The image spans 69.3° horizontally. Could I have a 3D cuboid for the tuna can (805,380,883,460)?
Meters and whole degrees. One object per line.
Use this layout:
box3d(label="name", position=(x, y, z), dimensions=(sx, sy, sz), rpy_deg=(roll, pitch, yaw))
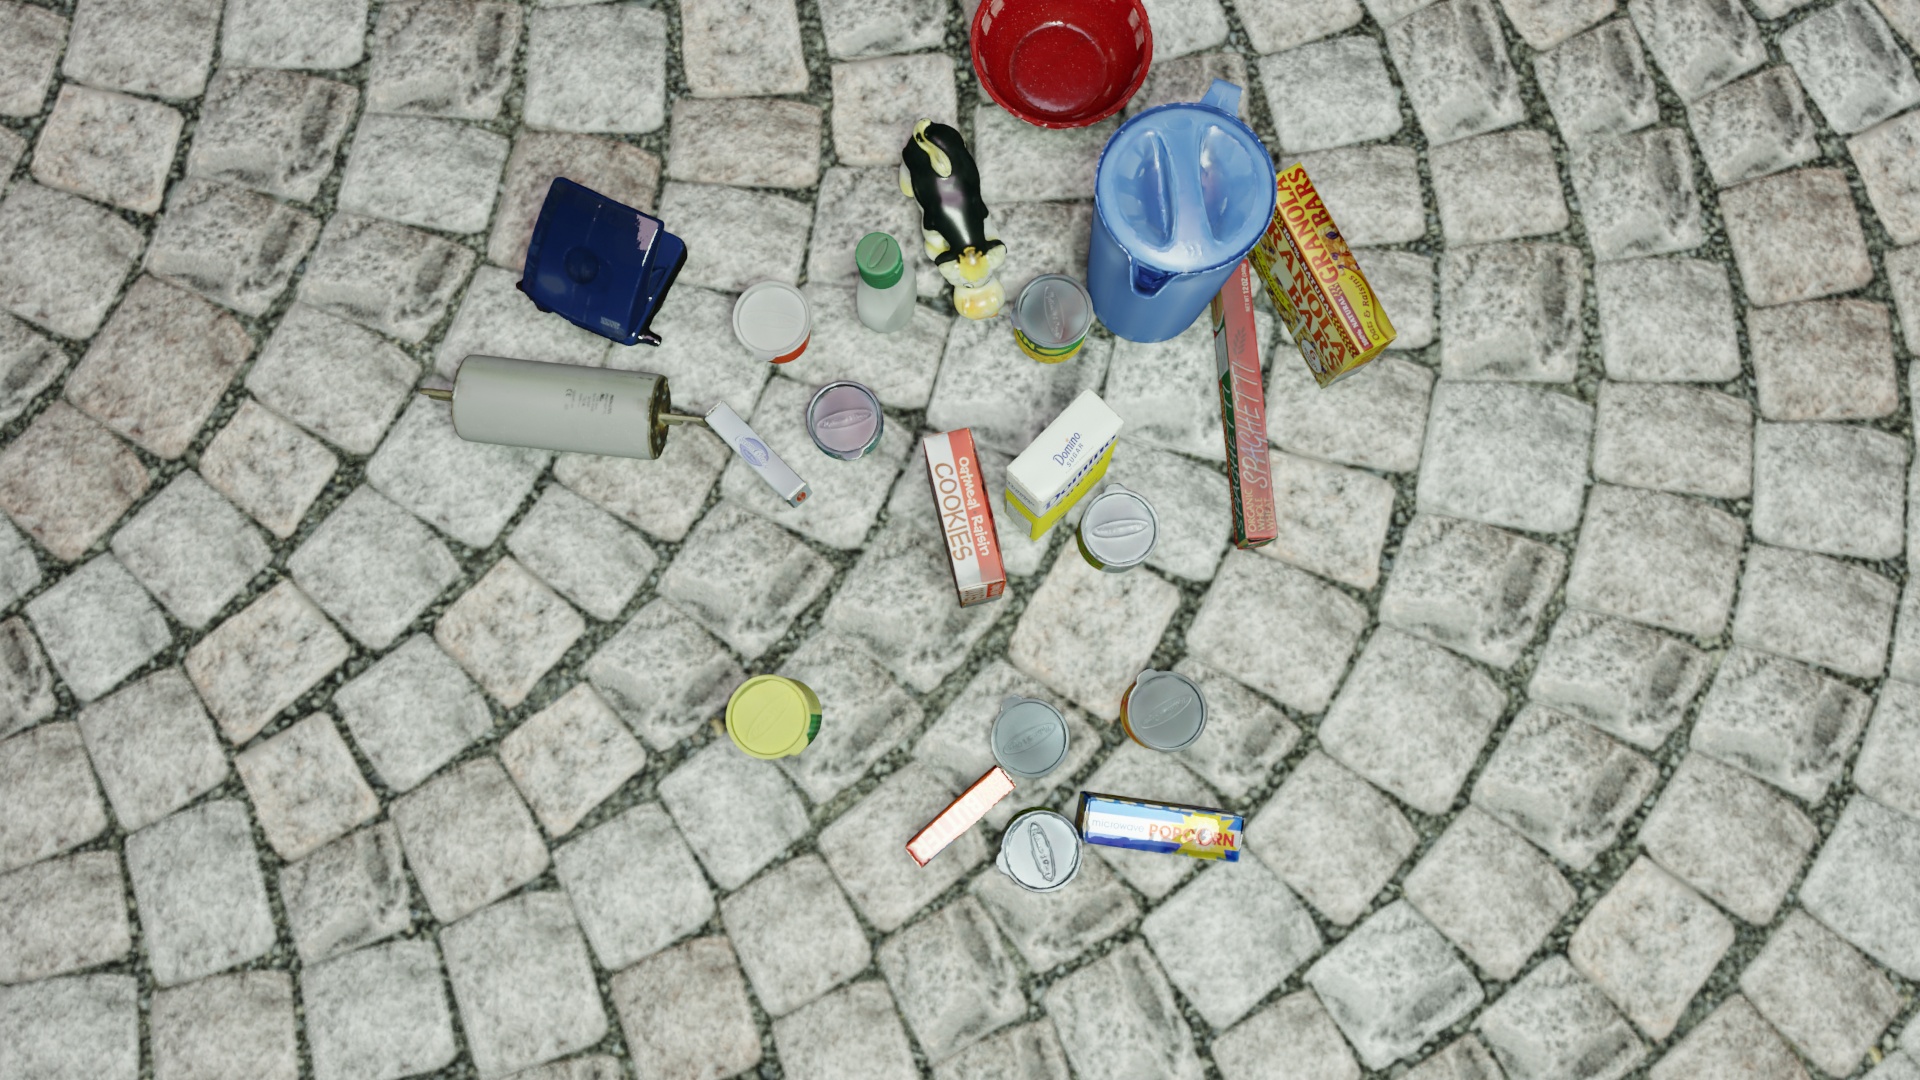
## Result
box3d(label="tuna can", position=(-0.099, -0.101, 1.209), dimensions=(0.071, 0.033, 0.071), rpy_deg=(0, 82, 0))

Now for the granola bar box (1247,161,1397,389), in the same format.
box3d(label="granola bar box", position=(0.298, -0.220, 1.180), dimensions=(0.039, 0.124, 0.165), rpy_deg=(-27, 83, -3))

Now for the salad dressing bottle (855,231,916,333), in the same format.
box3d(label="salad dressing bottle", position=(-0.064, -0.217, 1.168), dimensions=(0.044, 0.147, 0.064), rpy_deg=(29, 83, 4))

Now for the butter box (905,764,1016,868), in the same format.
box3d(label="butter box", position=(0.000, 0.227, 1.151), dimensions=(0.103, 0.053, 0.024), rpy_deg=(-40, 84, -5))

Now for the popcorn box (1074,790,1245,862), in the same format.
box3d(label="popcorn box", position=(0.160, 0.233, 1.134), dimensions=(0.127, 0.085, 0.038), rpy_deg=(7, 82, 1))

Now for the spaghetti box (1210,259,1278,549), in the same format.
box3d(label="spaghetti box", position=(0.244, -0.117, 1.202), dimensions=(0.029, 0.050, 0.250), rpy_deg=(-4, 82, 0))

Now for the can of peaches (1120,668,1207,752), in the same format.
box3d(label="can of peaches", position=(0.168, 0.141, 1.161), dimensions=(0.071, 0.058, 0.071), rpy_deg=(0, 82, 0))

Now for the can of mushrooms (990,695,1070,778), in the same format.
box3d(label="can of mushrooms", position=(0.057, 0.164, 1.170), dimensions=(0.071, 0.033, 0.071), rpy_deg=(0, 82, 0))

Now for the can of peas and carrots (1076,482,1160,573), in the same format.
box3d(label="can of peas and carrots", position=(0.132, -0.009, 1.183), dimensions=(0.071, 0.058, 0.071), rpy_deg=(0, 82, 0))

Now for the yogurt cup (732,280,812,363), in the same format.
box3d(label="yogurt cup", position=(-0.161, -0.187, 1.211), dimensions=(0.072, 0.054, 0.072), rpy_deg=(0, 82, 0))

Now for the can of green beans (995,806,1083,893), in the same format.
box3d(label="can of green beans", position=(0.066, 0.254, 1.145), dimensions=(0.071, 0.057, 0.071), rpy_deg=(0, 82, 0))

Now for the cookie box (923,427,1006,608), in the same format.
box3d(label="cookie box", position=(0.004, -0.014, 1.128), dimensions=(0.040, 0.167, 0.123), rpy_deg=(-14, 82, -2))

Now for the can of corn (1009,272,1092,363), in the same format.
box3d(label="can of corn", position=(0.077, -0.192, 1.209), dimensions=(0.071, 0.058, 0.071), rpy_deg=(0, 82, 0))

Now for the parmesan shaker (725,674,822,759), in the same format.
box3d(label="parmesan shaker", position=(-0.149, 0.147, 1.138), dimensions=(0.071, 0.103, 0.071), rpy_deg=(0, 82, 0))

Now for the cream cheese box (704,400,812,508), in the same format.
box3d(label="cream cheese box", position=(-0.173, -0.072, 1.194), dimensions=(0.104, 0.053, 0.024), rpy_deg=(45, 85, 6))
